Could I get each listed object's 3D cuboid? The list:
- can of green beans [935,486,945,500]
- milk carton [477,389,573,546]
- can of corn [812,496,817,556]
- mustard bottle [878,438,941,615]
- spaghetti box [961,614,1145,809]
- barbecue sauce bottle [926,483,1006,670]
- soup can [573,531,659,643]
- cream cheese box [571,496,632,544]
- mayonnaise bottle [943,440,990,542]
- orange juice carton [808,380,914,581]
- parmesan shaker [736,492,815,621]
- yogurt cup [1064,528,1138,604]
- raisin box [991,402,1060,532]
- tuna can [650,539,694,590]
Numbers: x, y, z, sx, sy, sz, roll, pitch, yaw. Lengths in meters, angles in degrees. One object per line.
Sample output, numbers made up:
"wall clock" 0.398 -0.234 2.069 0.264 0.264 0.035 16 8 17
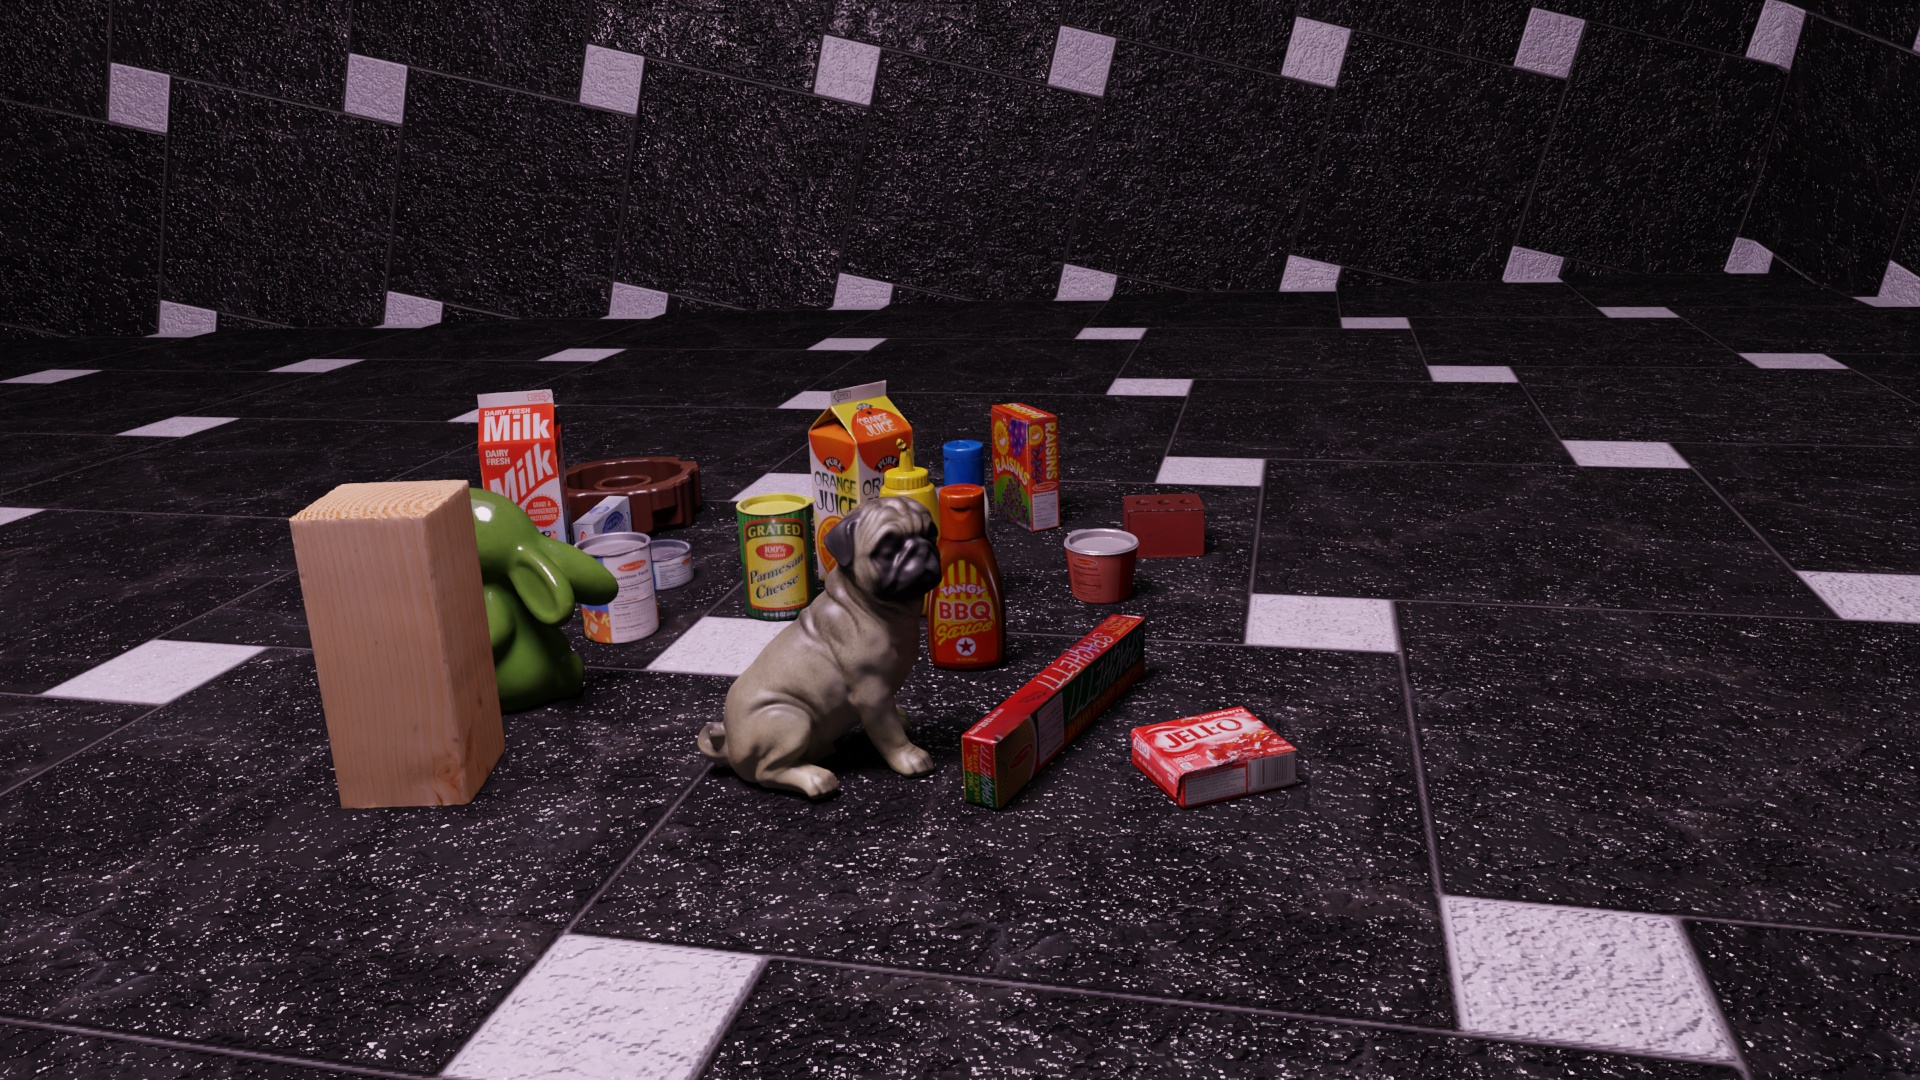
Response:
"can of green beans" -0.022 -0.019 1.421 0.071 0.057 0.071 -2 18 1
"milk carton" -0.424 -0.052 1.357 0.072 0.189 0.073 -6 18 -10
"can of corn" -0.119 -0.014 1.417 0.071 0.058 0.071 -2 18 1
"mustard bottle" -0.044 -0.014 1.243 0.065 0.159 0.049 7 20 27
"spaghetti box" 0.074 0.116 1.005 0.028 0.050 0.251 8 20 29
"barbecue sauce bottle" 0.004 0.030 1.122 0.065 0.148 0.044 -1 17 5
"soup can" -0.305 0.041 1.230 0.071 0.083 0.071 -2 18 1
"cream cheese box" -0.368 -0.007 1.433 0.024 0.053 0.104 0 18 7
"mayonnaise bottle" 0.005 -0.016 1.263 0.041 0.147 0.065 -7 18 -14
"orange juice carton" -0.091 -0.053 1.316 0.072 0.192 0.073 -18 23 -41
"parmesan shaker" -0.164 0.015 1.262 0.071 0.102 0.071 -2 18 1
"yogurt cup" 0.130 0.025 1.276 0.072 0.053 0.072 -2 18 1
"raisin box" 0.069 -0.080 1.493 0.040 0.123 0.086 -10 19 -23
"tuna can" -0.298 0.024 1.364 0.071 0.032 0.071 -2 18 1
